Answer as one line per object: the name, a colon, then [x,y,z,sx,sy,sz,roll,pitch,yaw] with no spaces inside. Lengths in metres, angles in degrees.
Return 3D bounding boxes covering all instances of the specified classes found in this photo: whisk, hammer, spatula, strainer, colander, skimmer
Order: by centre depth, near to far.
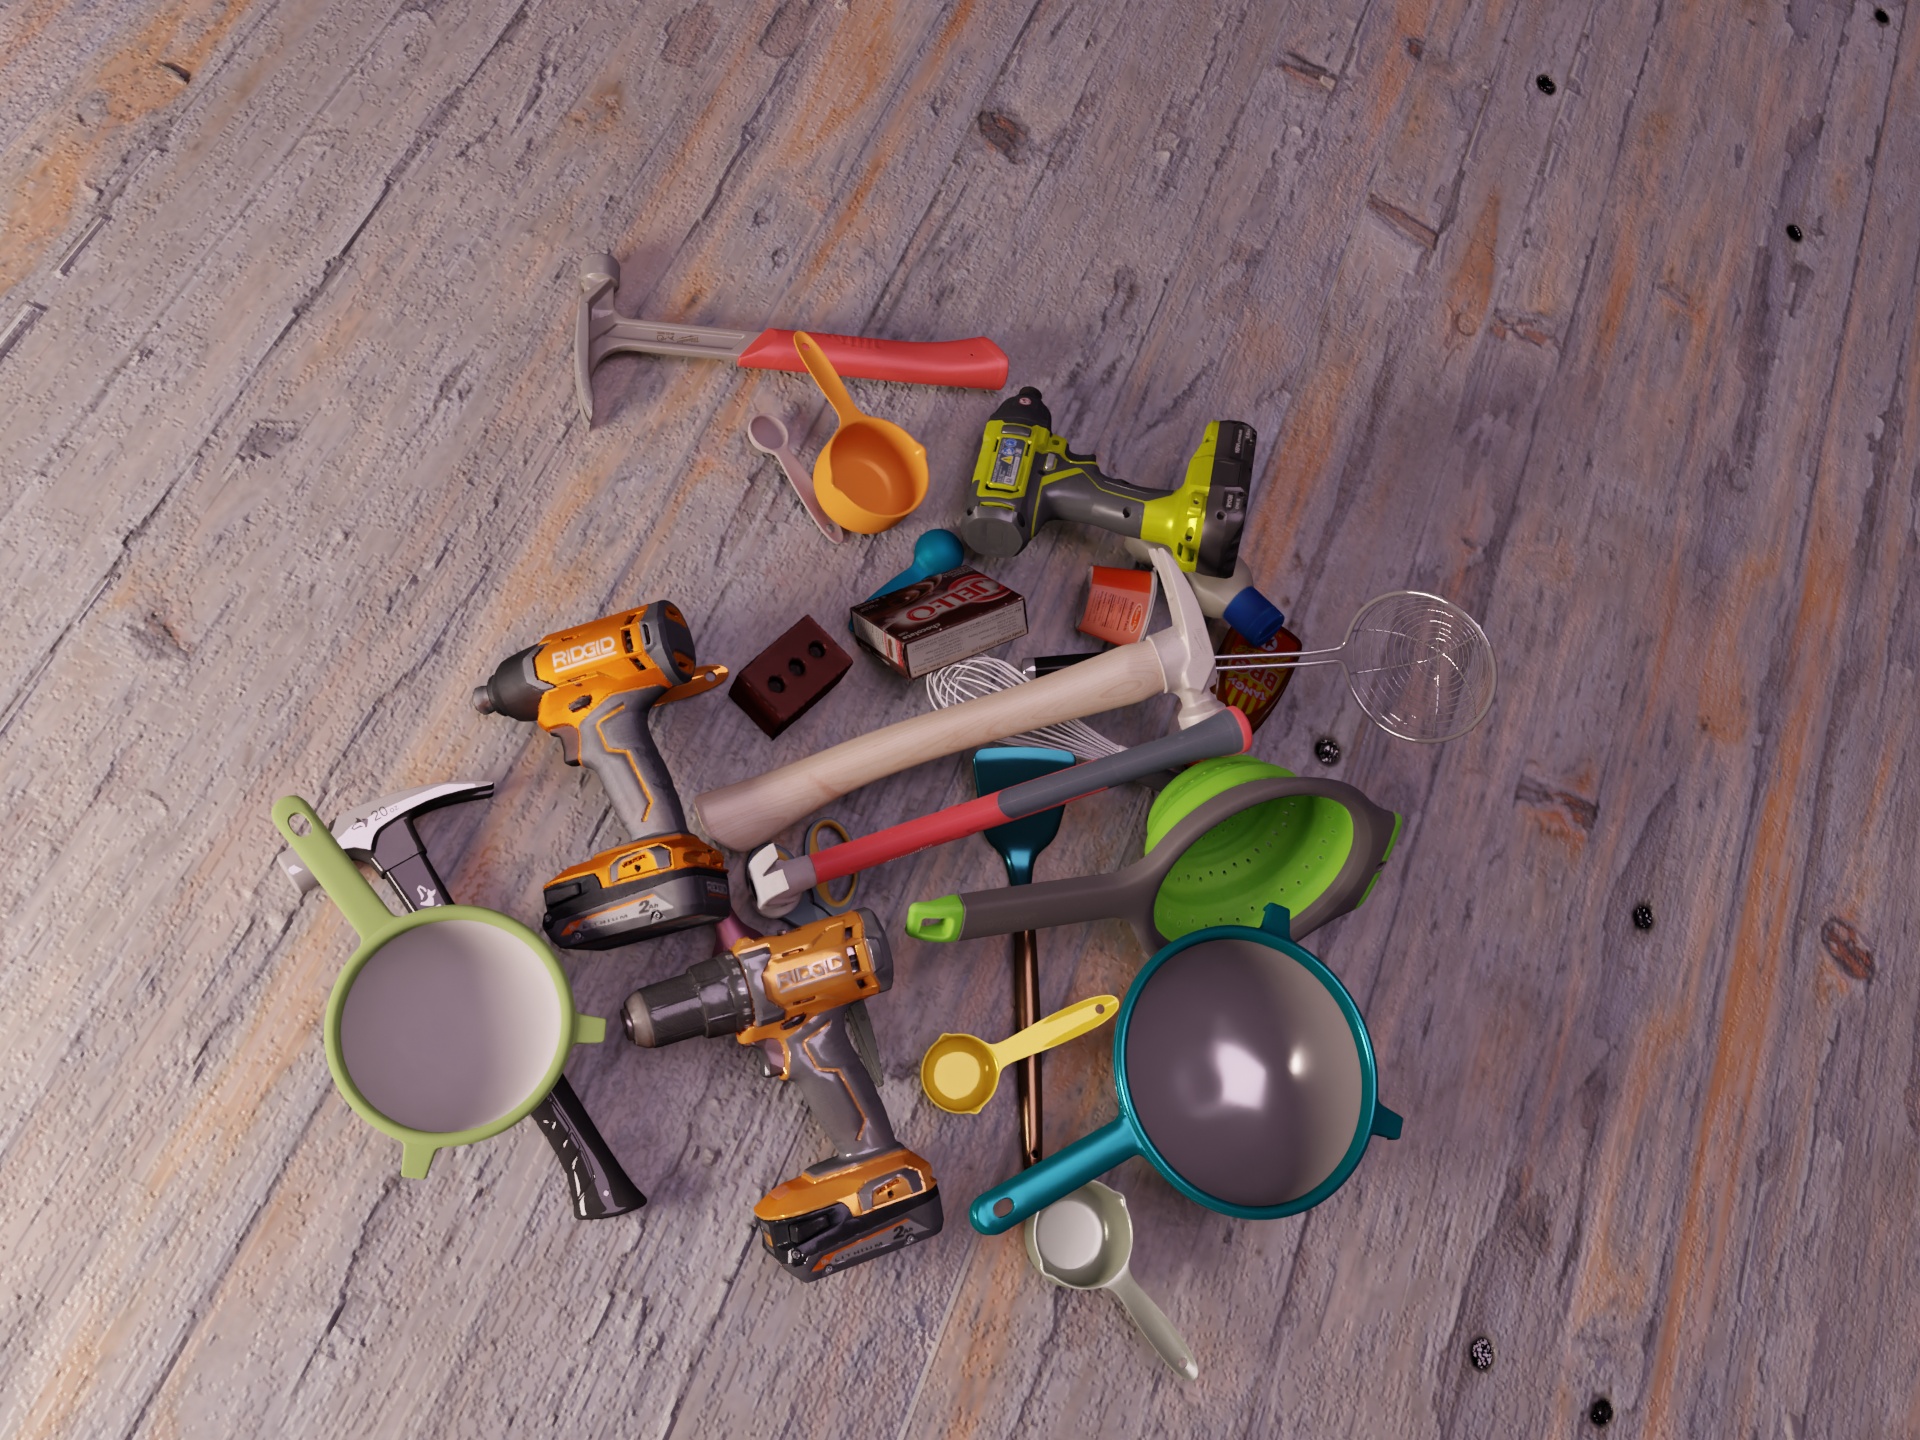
strainer: [-0.359,0.157,1.029,0.151,0.069,0.256,-37,85,-21]
hammer: [-0.314,0.194,1.086,0.146,0.035,0.335,-31,83,-24]
hammer: [0.037,0.058,1.137,0.386,0.143,0.038,-18,80,-13]
strainer: [0.143,0.288,1.163,0.340,0.095,0.211,-23,79,-23]
hammer: [-0.002,-0.004,1.192,0.410,0.038,0.146,-19,97,-12]
colander: [0.136,0.101,1.201,0.397,0.204,0.095,-5,42,-22]
spatula: [0.050,0.178,1.202,0.082,0.044,0.318,2,72,-12]
skimmer: [0.232,-0.037,1.261,0.363,0.090,0.127,-2,112,1]
whisk: [0.101,0.020,1.270,0.284,0.070,0.070,25,66,-13]
hammer: [-0.135,-0.297,1.315,0.359,0.036,0.149,2,71,-16]

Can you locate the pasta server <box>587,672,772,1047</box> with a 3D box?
pasta server: [-0.201,0.096,1.156,0.060,0.040,0.316,-27,80,-24]

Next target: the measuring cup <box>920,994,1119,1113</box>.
measuring cup: [0.044,0.239,1.167,0.156,0.029,0.062,-23,77,-9]

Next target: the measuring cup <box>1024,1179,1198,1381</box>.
measuring cup: [0.111,0.406,1.145,0.083,0.038,0.167,-37,87,-25]

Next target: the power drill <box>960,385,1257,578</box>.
power drill: [0.125,-0.201,1.312,0.223,0.080,0.171,10,55,7]

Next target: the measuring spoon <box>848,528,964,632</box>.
measuring spoon: [-0.043,-0.114,1.286,0.042,0.021,0.128,45,64,2]

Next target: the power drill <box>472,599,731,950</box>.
power drill: [-0.254,0.042,1.115,0.164,0.084,0.227,-15,77,11]

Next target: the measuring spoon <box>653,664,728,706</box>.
measuring spoon: [-0.229,-0.020,1.204,0.117,0.011,0.021,-20,81,-26]

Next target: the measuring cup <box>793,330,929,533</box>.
measuring cup: [-0.096,-0.231,1.288,0.095,0.052,0.173,-28,85,-32]

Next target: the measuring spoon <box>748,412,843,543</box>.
measuring spoon: [-0.134,-0.194,1.294,0.034,0.018,0.124,-33,90,-38]

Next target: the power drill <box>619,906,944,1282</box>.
power drill: [-0.118,0.257,1.079,0.185,0.084,0.226,-14,88,-21]
